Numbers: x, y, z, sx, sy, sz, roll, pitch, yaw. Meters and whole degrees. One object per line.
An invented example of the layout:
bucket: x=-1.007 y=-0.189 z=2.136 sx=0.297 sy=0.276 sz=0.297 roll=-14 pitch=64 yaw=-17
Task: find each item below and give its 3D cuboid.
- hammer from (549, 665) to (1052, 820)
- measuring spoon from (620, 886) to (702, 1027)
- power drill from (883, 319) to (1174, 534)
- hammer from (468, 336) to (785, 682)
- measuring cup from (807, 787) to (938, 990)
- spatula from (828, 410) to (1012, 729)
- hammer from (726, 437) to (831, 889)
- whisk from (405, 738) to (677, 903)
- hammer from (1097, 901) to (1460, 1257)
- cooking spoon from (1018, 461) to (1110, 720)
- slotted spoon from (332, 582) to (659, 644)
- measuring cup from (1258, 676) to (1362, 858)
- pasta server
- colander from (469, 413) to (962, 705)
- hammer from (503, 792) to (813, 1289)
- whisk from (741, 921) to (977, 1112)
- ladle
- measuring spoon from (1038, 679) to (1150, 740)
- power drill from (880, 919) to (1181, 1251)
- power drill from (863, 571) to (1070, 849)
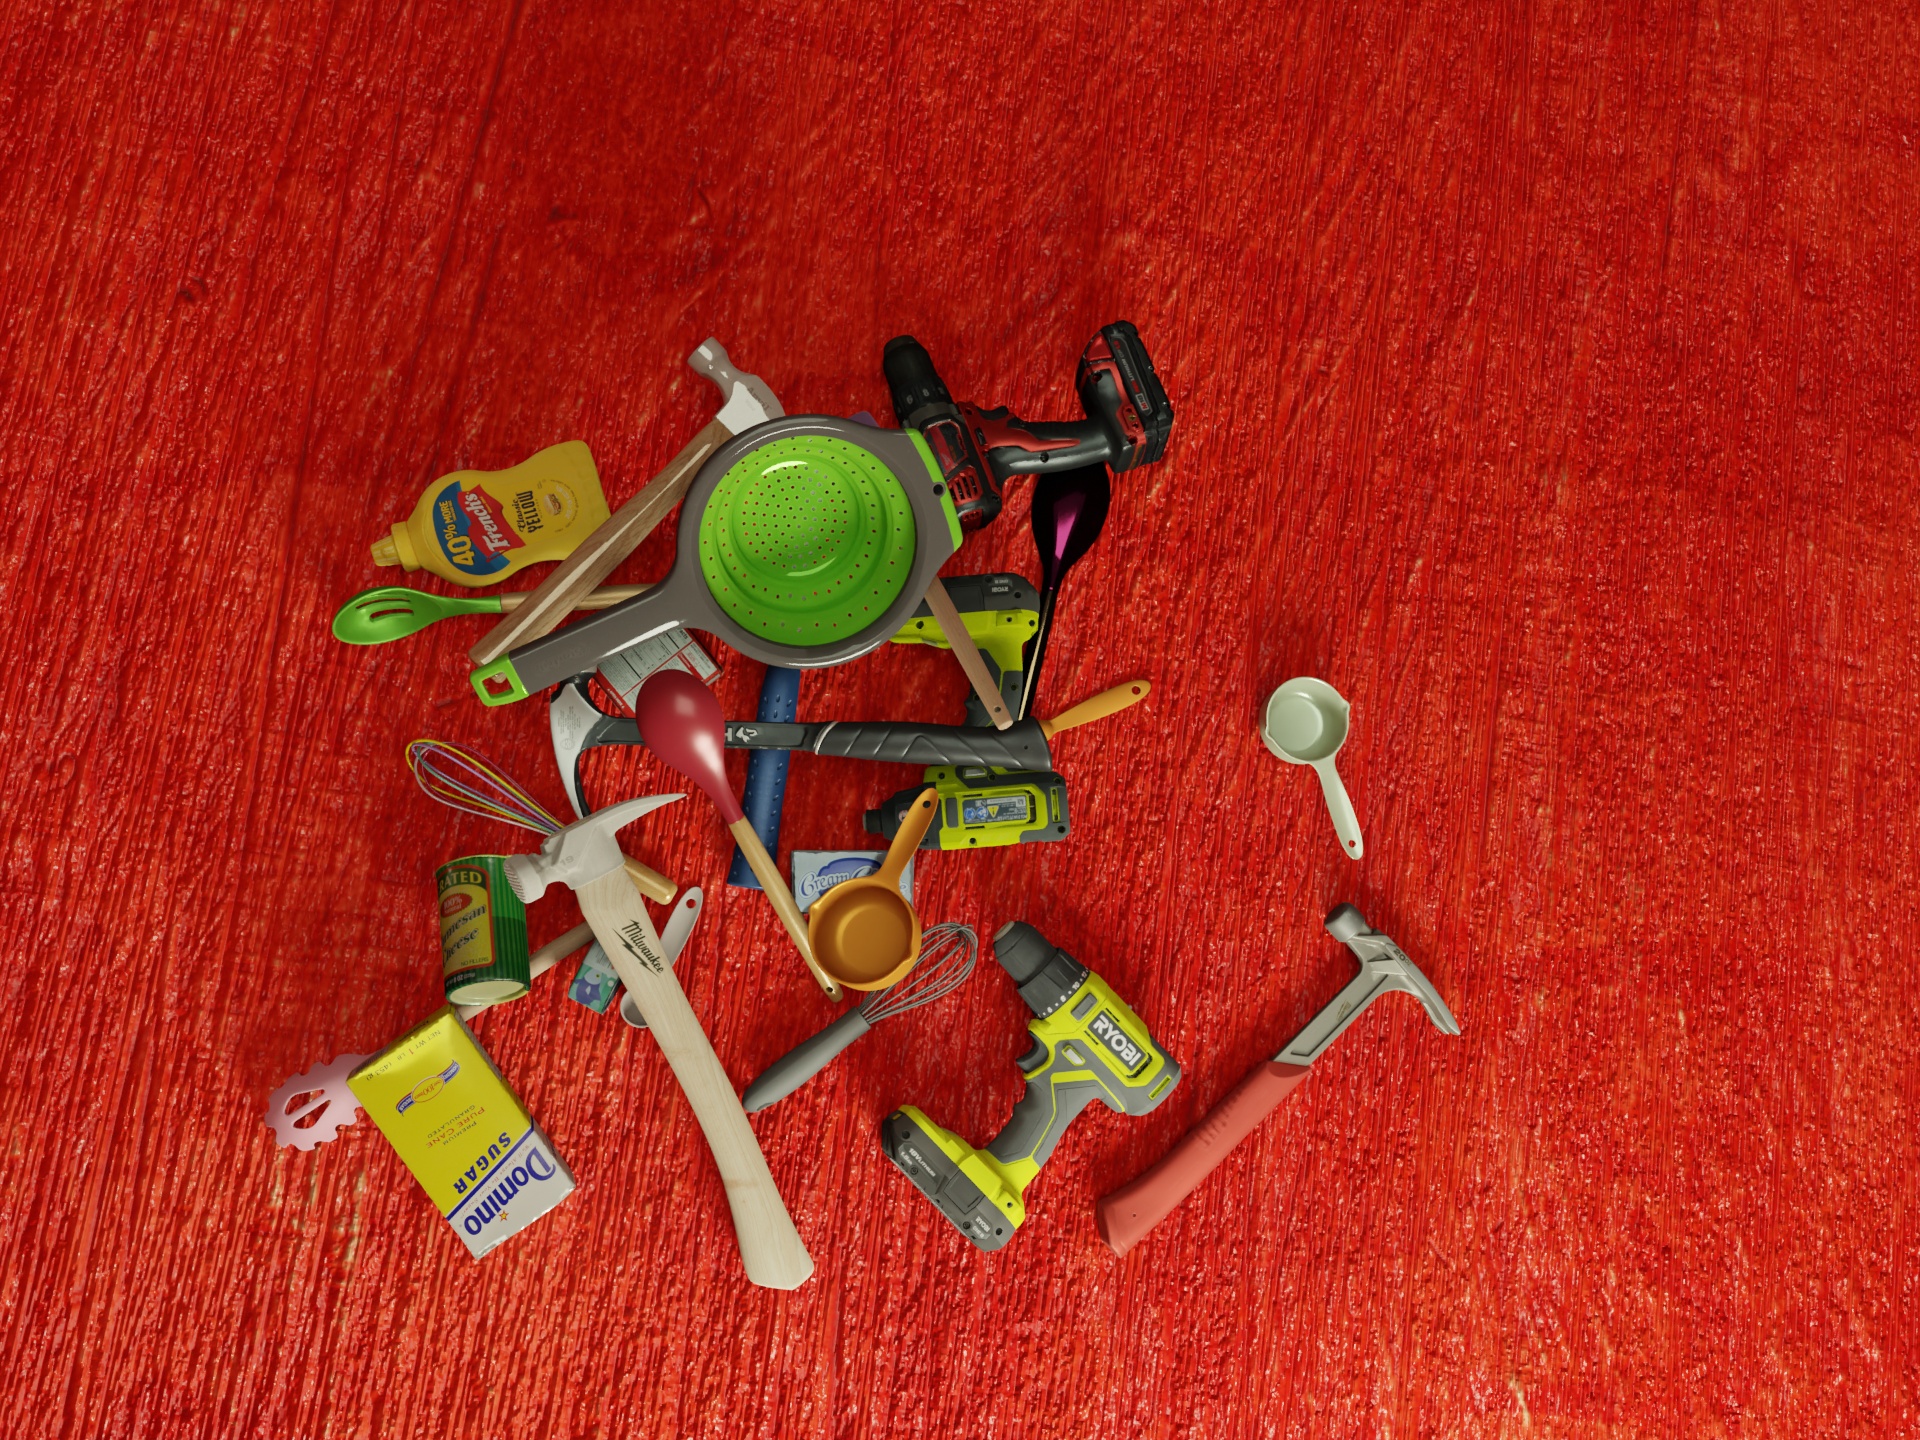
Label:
hammer: x=-0.129 y=0.018 z=1.287 sx=0.409 sy=0.036 sz=0.149 roll=2 pitch=91 yaw=2
measuring spoon: x=-0.243 y=0.194 z=1.310 sx=0.034 sy=0.018 sz=0.124 roll=25 pitch=72 yaw=-5
power drill: x=0.052 y=-0.275 z=1.390 sx=0.226 sy=0.080 sz=0.188 roll=-19 pitch=74 yaw=-8
hammer: x=-0.267 y=-0.156 z=1.292 sx=0.130 sy=0.031 sz=0.331 roll=44 pitch=75 yaw=-10
measuring cup: x=-0.056 y=0.138 z=1.293 sx=0.095 sy=0.052 sz=0.174 roll=23 pitch=76 yaw=17
spatula: x=-0.035 y=-0.125 z=1.306 sx=0.060 sy=0.018 sz=0.316 roll=-29 pitch=69 yaw=2
hammer: x=-0.153 y=-0.061 z=1.348 sx=0.144 sy=0.035 sz=0.406 roll=9 pitch=81 yaw=-8
whisk: x=-0.342 y=0.084 z=1.299 sx=0.245 sy=0.051 sz=0.047 roll=31 pitch=99 yaw=-8
hammer: x=0.260 y=0.326 z=1.357 sx=0.359 sy=0.036 sz=0.149 roll=-41 pitch=90 yaw=-13
cooking spoon: x=0.073 y=-0.089 z=1.396 sx=0.068 sy=0.017 sz=0.319 roll=15 pitch=80 yaw=-4
slotted spoon: x=-0.353 y=-0.097 z=1.313 sx=0.313 sy=0.070 sz=0.031 roll=-5 pitch=60 yaw=-13
measuring cup: x=0.317 y=0.044 z=1.408 sx=0.083 sy=0.038 sz=0.167 roll=-19 pitch=87 yaw=-11
pasta server: x=-0.408 y=0.238 z=1.270 sx=0.316 sy=0.040 sz=0.060 roll=-33 pitch=88 yaw=-16
colander: x=-0.200 y=-0.117 z=1.266 sx=0.397 sy=0.095 sz=0.204 roll=-25 pitch=115 yaw=-4
hammer: x=-0.204 y=0.259 z=1.251 sx=0.146 sy=0.038 sz=0.410 roll=-28 pitch=101 yaw=-27
whisk: x=-0.082 y=0.245 z=1.313 sx=0.239 sy=0.055 sz=0.055 roll=-36 pitch=89 yaw=-7
ladle: x=-0.169 y=0.100 z=1.273 sx=0.069 sy=0.031 sz=0.315 roll=-23 pitch=110 yaw=11
measuring spoon: x=0.116 y=-0.010 z=1.395 sx=0.117 sy=0.011 sz=0.021 roll=-23 pitch=86 yaw=-11
power drill: x=0.044 y=0.297 z=1.308 sx=0.228 sy=0.080 sz=0.190 roll=-44 pitch=91 yaw=-15
power drill: x=-0.002 y=-0.004 z=1.337 sx=0.171 sy=0.080 sz=0.223 roll=-5 pitch=83 yaw=2
